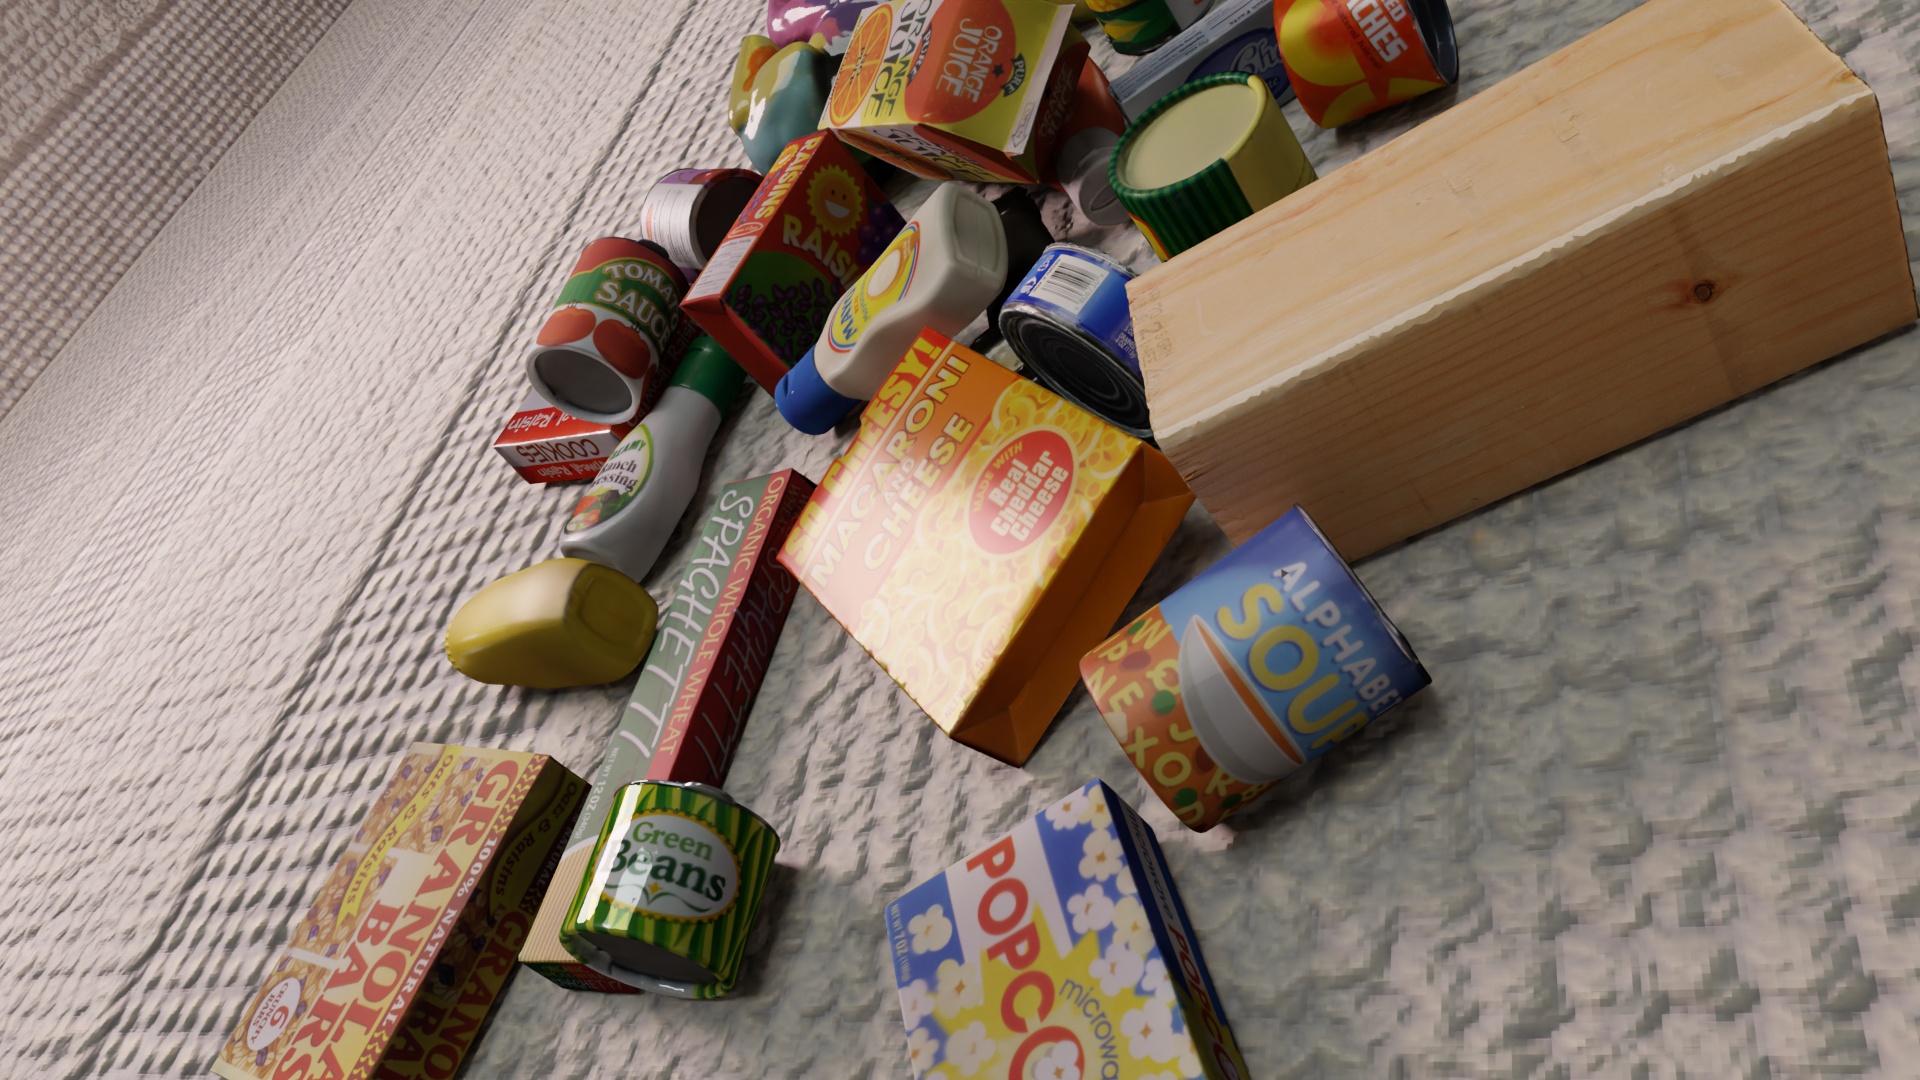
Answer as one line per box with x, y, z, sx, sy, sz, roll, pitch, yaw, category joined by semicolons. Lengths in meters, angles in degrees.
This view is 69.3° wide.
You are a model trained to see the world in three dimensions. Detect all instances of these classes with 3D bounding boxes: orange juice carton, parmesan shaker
0.000;-0.227;0.699;0.193;0.073;0.071;31;101;62;orange juice carton
0.109;-0.119;0.530;0.071;0.103;0.072;-25;40;23;parmesan shaker

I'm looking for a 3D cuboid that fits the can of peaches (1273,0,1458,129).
0.174;-0.218;0.597;0.058;0.071;0.071;-14;45;35;can of peaches

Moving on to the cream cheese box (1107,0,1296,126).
0.127;-0.222;0.658;0.103;0.053;0.024;-33;39;14;cream cheese box

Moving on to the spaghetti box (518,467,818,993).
-0.120;0.072;0.613;0.050;0.028;0.251;-11;47;35;spaghetti box

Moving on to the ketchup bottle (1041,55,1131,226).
0.057;-0.210;0.718;0.064;0.043;0.149;-37;37;14;ketchup bottle

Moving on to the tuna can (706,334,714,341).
-0.115;-0.133;0.809;0.071;0.032;0.071;-25;40;23;tuna can

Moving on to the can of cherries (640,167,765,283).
-0.137;-0.179;0.793;0.058;0.071;0.072;15;65;49;can of cherries

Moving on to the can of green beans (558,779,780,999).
-0.106;0.129;0.512;0.071;0.071;0.058;-13;46;34;can of green beans

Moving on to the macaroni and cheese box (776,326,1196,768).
0.002;-0.007;0.549;0.123;0.040;0.167;-57;37;3;macaroni and cheese box

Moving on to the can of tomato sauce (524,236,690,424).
-0.193;-0.116;0.770;0.071;0.071;0.083;-12;48;35;can of tomato sauce

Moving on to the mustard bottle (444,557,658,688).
-0.221;0.046;0.705;0.160;0.065;0.049;-11;51;41;mustard bottle

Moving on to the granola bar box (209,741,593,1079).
-0.244;0.173;0.618;0.124;0.039;0.166;-4;51;41;granola bar box

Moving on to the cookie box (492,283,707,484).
-0.202;-0.113;0.863;0.123;0.040;0.168;-3;51;40;cookie box

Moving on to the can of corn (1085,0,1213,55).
0.098;-0.314;0.772;0.071;0.058;0.071;-25;40;23;can of corn

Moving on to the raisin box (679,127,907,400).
-0.083;-0.146;0.748;0.040;0.086;0.124;-1;53;45;raisin box

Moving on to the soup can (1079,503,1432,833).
0.088;0.040;0.420;0.083;0.071;0.071;-37;37;9;soup can

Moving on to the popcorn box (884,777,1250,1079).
0.030;0.142;0.398;0.085;0.038;0.127;-33;38;12;popcorn box

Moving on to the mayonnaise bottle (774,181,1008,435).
-0.037;-0.103;0.665;0.147;0.041;0.065;-38;42;40;mayonnaise bottle

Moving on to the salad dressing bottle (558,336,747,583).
-0.163;-0.045;0.757;0.064;0.044;0.148;-6;50;42;salad dressing bottle
